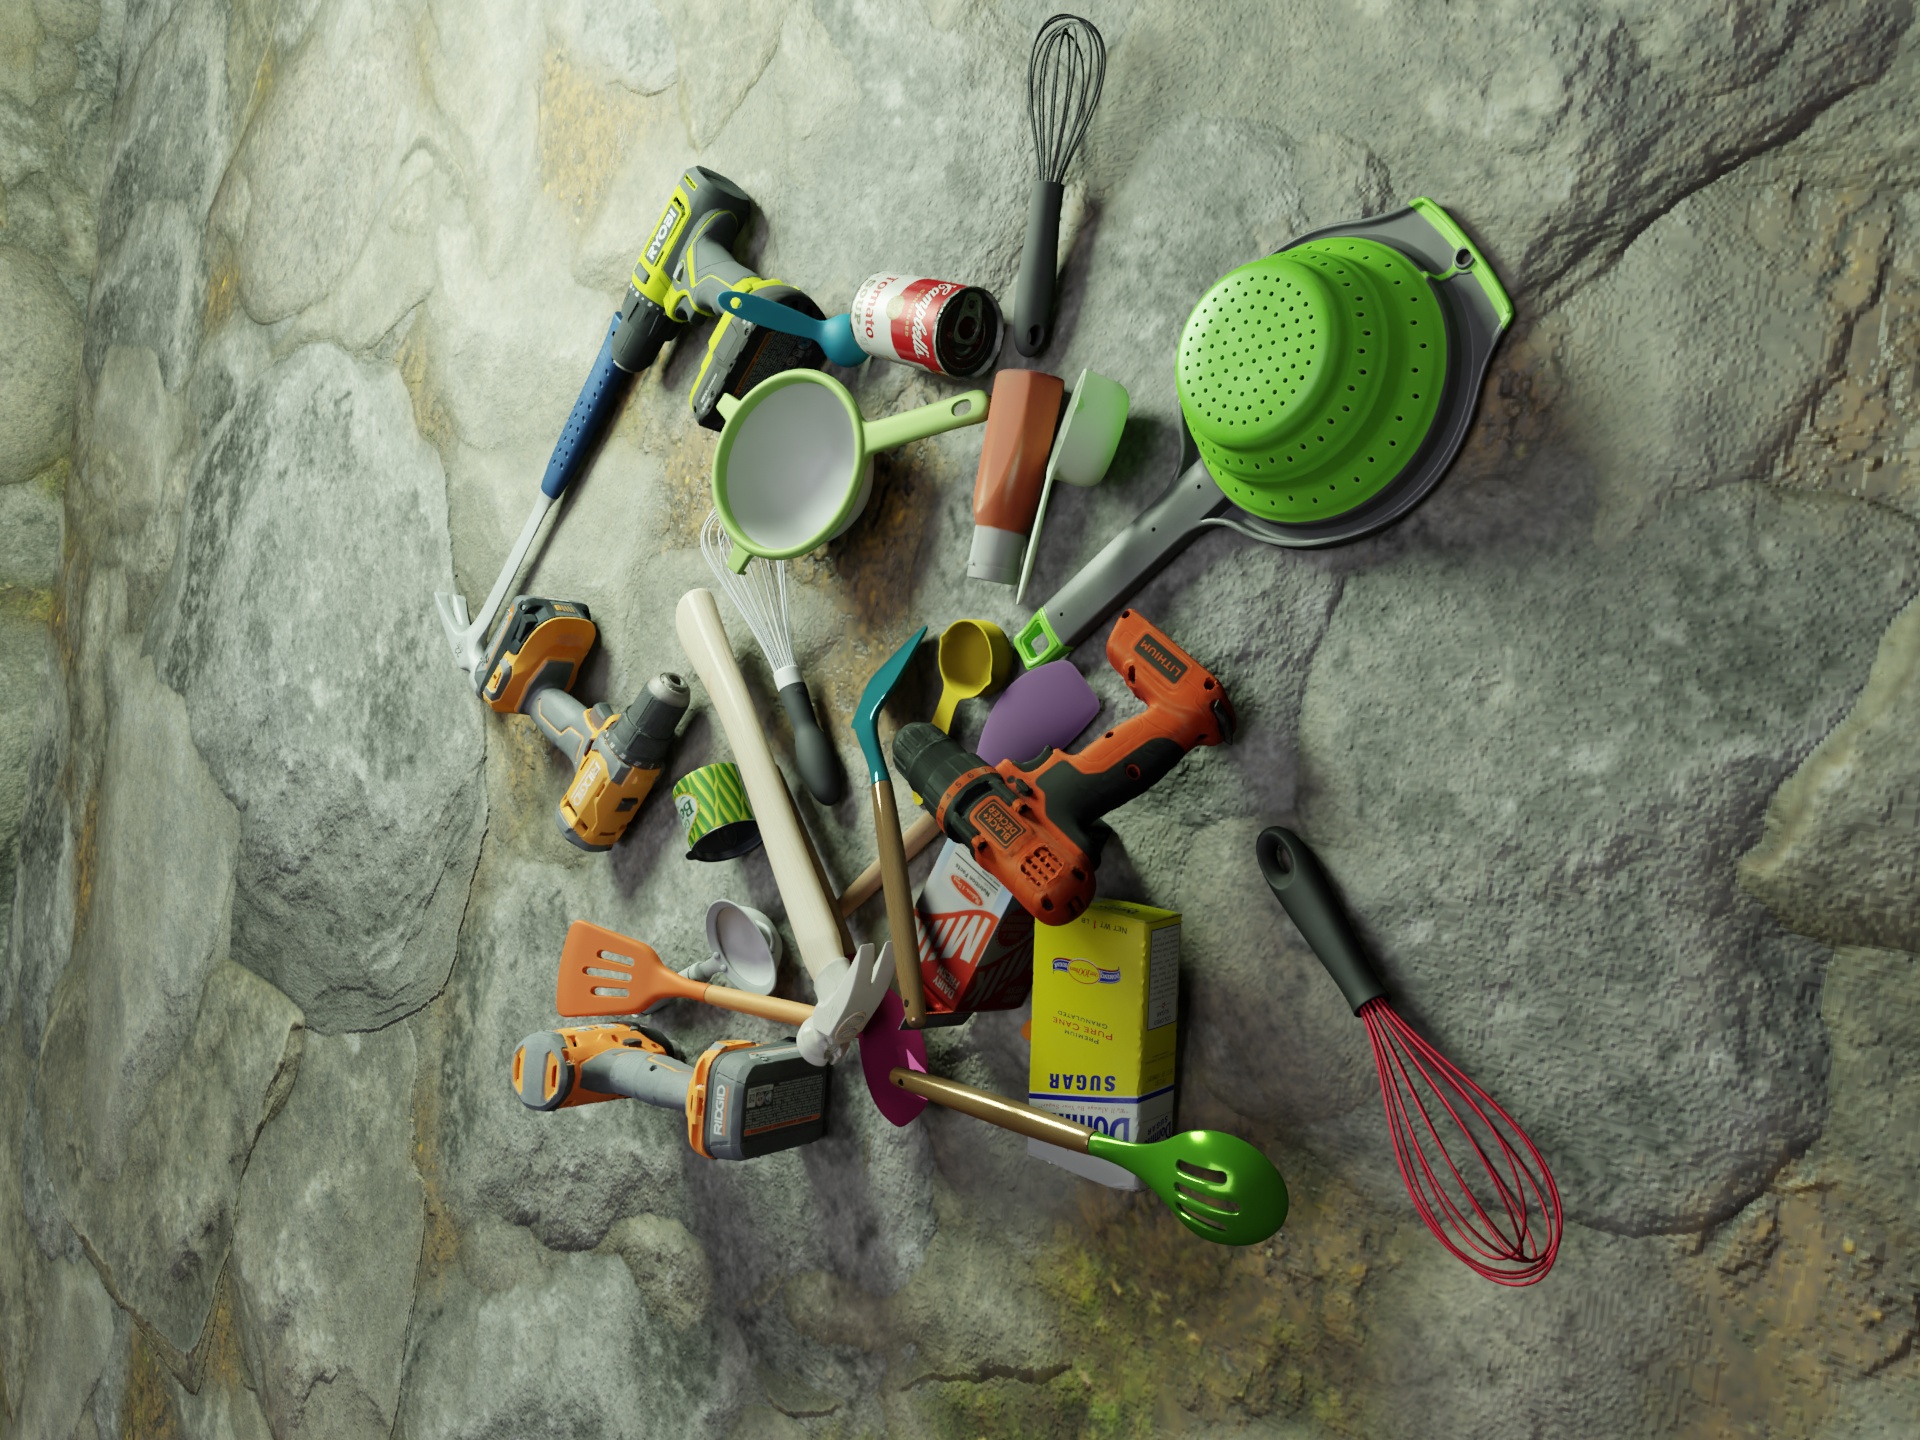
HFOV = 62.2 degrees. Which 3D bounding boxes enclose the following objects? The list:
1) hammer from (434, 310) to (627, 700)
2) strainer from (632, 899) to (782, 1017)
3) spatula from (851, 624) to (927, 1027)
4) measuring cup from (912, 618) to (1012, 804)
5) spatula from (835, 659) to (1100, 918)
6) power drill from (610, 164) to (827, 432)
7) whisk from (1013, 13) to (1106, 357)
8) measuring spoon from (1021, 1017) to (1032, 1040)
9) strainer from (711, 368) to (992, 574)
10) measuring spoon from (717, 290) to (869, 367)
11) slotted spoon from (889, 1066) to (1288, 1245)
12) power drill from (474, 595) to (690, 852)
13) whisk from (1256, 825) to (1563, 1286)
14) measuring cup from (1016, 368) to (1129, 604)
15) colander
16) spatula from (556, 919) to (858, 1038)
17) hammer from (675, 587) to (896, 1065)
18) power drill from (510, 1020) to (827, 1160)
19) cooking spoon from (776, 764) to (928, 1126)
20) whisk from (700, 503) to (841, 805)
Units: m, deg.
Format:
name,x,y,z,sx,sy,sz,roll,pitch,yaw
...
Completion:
name,x,y,z,sx,sy,sz,roll,pitch,yaw
hammer,-0.411,-0.218,1.559,0.144,0.035,0.405,50,118,34
strainer,-0.212,0.206,1.323,0.258,0.050,0.087,-32,86,42
spatula,-0.042,0.069,1.121,0.082,0.044,0.318,-41,45,38
measuring cup,-0.002,-0.004,1.167,0.062,0.029,0.156,43,126,37
spatula,-0.013,0.064,1.165,0.316,0.018,0.060,-45,73,31
power drill,-0.218,-0.342,1.367,0.190,0.080,0.229,-55,50,23
whisk,0.065,-0.379,1.130,0.055,0.055,0.239,15,100,43
measuring spoon,0.083,0.200,1.066,0.117,0.011,0.021,-22,71,39
strainer,-0.075,-0.205,1.232,0.256,0.069,0.151,-12,77,29
measuring spoon,-0.128,-0.311,1.246,0.021,0.128,0.042,-133,59,-70
slotted spoon,0.065,0.263,1.005,0.314,0.031,0.070,7,104,44
power drill,-0.338,-0.020,1.442,0.226,0.084,0.185,51,118,29
whisk,0.242,0.176,0.894,0.073,0.073,0.296,-49,49,28
measuring cup,0.075,-0.152,1.062,0.083,0.038,0.168,130,157,-80
colander,0.146,-0.162,0.992,0.397,0.094,0.205,-43,59,31
spatula,-0.184,0.221,1.254,0.323,0.041,0.081,6,83,31
hammer,-0.146,0.051,1.223,0.411,0.038,0.146,65,144,32
power drill,-0.218,0.282,1.259,0.226,0.164,0.084,3,87,31
cooking spoon,-0.094,0.159,1.206,0.068,0.017,0.319,-47,52,30
whisk,-0.148,-0.062,1.284,0.070,0.070,0.285,-34,68,36
